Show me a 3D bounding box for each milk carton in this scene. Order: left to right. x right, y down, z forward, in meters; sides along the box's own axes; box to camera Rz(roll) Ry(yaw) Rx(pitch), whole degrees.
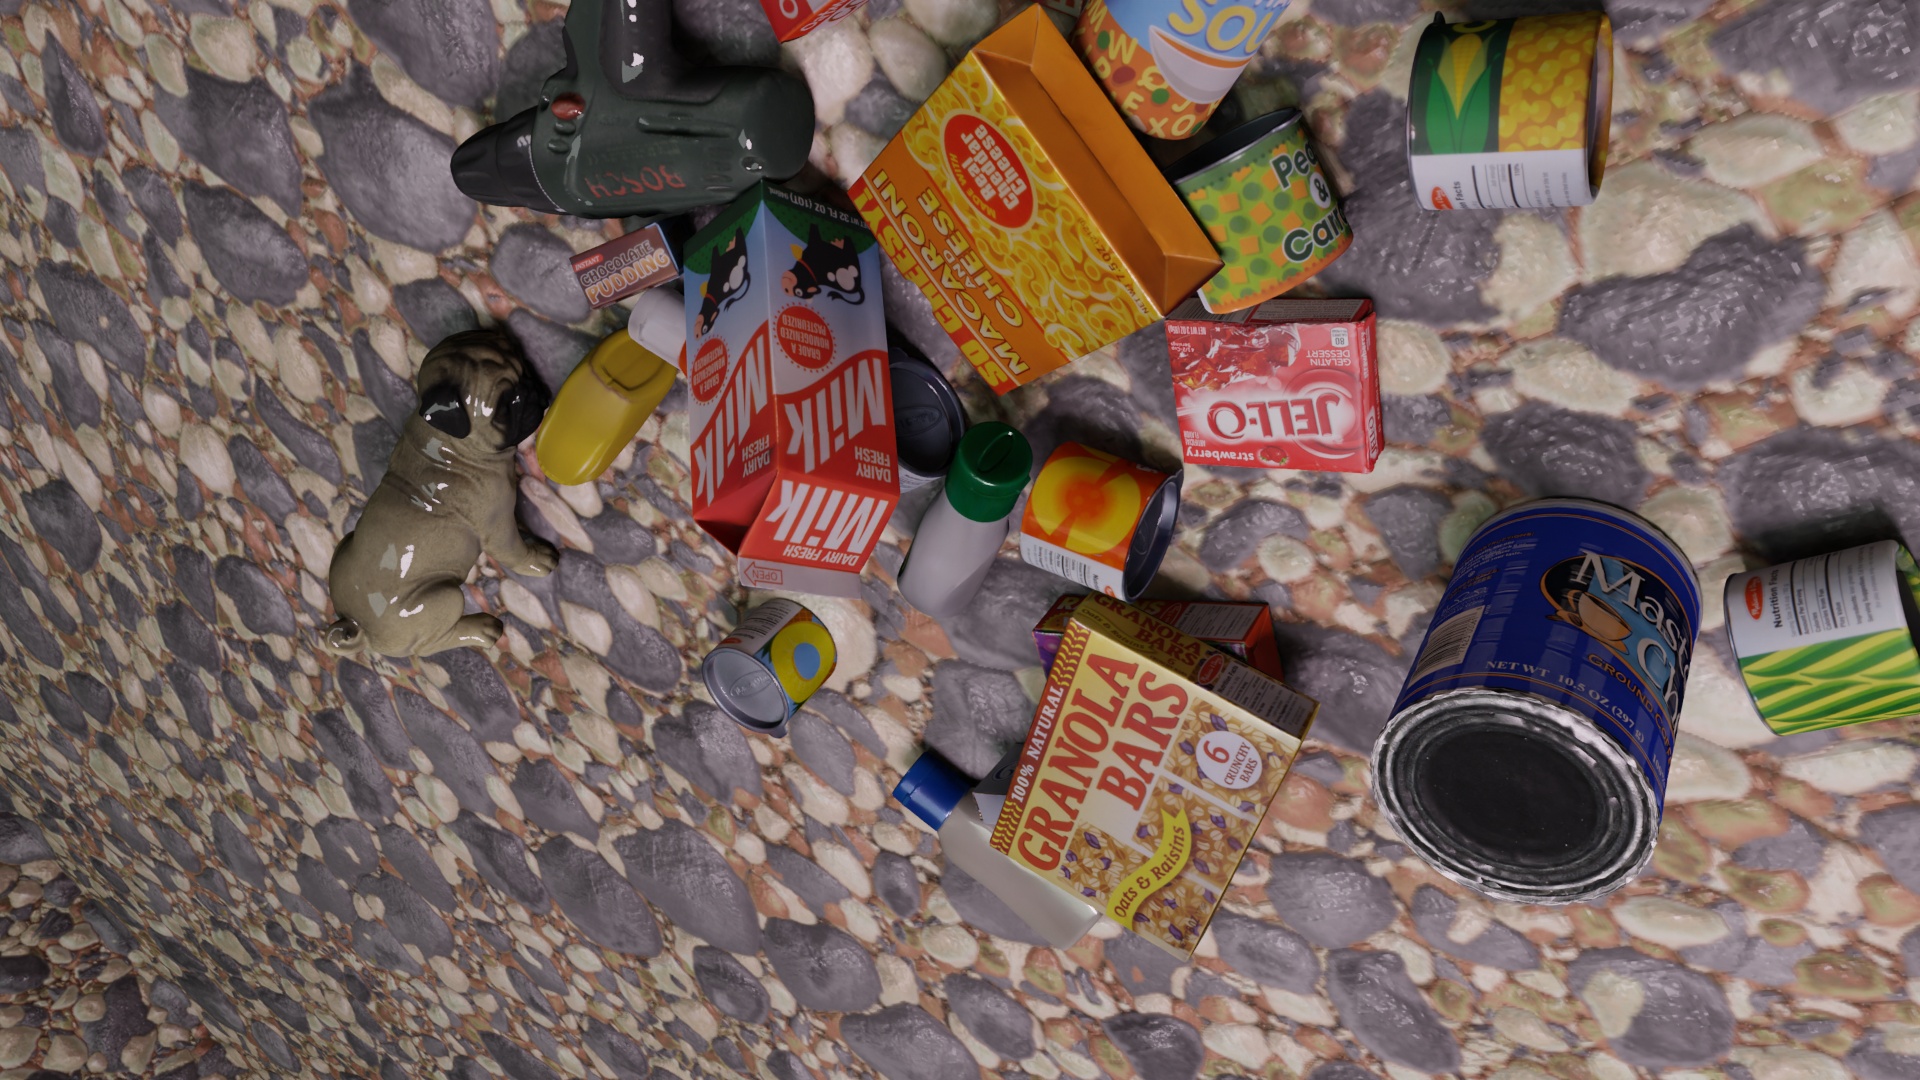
[{"bbox_3d":[-0.082,-0.066,0.666,0.073,0.072,0.191,-24,65,43],"label":"milk carton"}]

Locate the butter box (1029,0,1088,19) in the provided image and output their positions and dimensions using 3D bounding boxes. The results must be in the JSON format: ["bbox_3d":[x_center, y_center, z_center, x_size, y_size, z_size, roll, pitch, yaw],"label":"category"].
[{"bbox_3d":[0.041,-0.263,0.546,0.053,0.024,0.103,28,133,16],"label":"butter box"}]

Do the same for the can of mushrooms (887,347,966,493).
[{"bbox_3d":[-0.032,-0.061,0.715,0.033,0.071,0.071,-24,106,44],"label":"can of mushrooms"}]

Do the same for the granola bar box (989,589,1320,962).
[{"bbox_3d":[0.094,0.121,0.710,0.124,0.039,0.164,28,126,16],"label":"granola bar box"}]

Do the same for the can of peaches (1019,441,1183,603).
[{"bbox_3d":[0.070,-0.012,0.682,0.058,0.071,0.070,21,131,22],"label":"can of peaches"}]

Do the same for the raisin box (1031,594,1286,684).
[{"bbox_3d":[0.107,0.076,0.736,0.123,0.040,0.085,2,123,35],"label":"raisin box"}]

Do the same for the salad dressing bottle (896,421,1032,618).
[{"bbox_3d":[0.003,-0.009,0.712,0.044,0.064,0.147,36,151,6],"label":"salad dressing bottle"}]

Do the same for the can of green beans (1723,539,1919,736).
[{"bbox_3d":[0.336,0.038,0.532,0.057,0.071,0.071,-20,108,41],"label":"can of green beans"}]

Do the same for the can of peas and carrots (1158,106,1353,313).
[{"bbox_3d":[0.118,-0.133,0.558,0.071,0.071,0.058,-16,112,41],"label":"can of peas and carrots"}]

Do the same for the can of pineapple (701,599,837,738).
[{"bbox_3d":[-0.120,0.081,0.883,0.071,0.058,0.070,18,130,23],"label":"can of pineapple"}]

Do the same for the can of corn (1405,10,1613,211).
[{"bbox_3d":[0.196,-0.154,0.492,0.058,0.071,0.071,6,124,30],"label":"can of corn"}]

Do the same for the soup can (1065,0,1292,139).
[{"bbox_3d":[0.088,-0.203,0.526,0.071,0.072,0.083,40,135,4],"label":"soup can"}]

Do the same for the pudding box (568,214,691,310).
[{"bbox_3d":[-0.168,-0.146,0.725,0.049,0.084,0.030,-21,106,4],"label":"pudding box"}]

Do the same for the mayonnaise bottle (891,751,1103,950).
[{"bbox_3d":[0.025,0.192,0.877,0.148,0.041,0.064,38,133,7],"label":"mayonnaise bottle"}]

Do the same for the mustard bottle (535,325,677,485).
[{"bbox_3d":[-0.226,-0.070,0.844,0.049,0.066,0.159,45,139,-7],"label":"mustard bottle"}]

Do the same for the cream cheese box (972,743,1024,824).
[{"bbox_3d":[0.064,0.143,0.804,0.103,0.054,0.024,-4,114,36],"label":"cream cheese box"}]

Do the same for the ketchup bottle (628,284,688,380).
[{"bbox_3d":[-0.115,-0.090,0.766,0.149,0.044,0.064,32,134,11],"label":"ketchup bottle"}]

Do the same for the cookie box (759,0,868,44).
[{"bbox_3d":[-0.042,-0.293,0.550,0.167,0.040,0.122,-15,104,47],"label":"cookie box"}]

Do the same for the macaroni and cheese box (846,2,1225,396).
[{"bbox_3d":[0.022,-0.135,0.595,0.123,0.040,0.166,53,160,-9],"label":"macaroni and cheese box"}]
